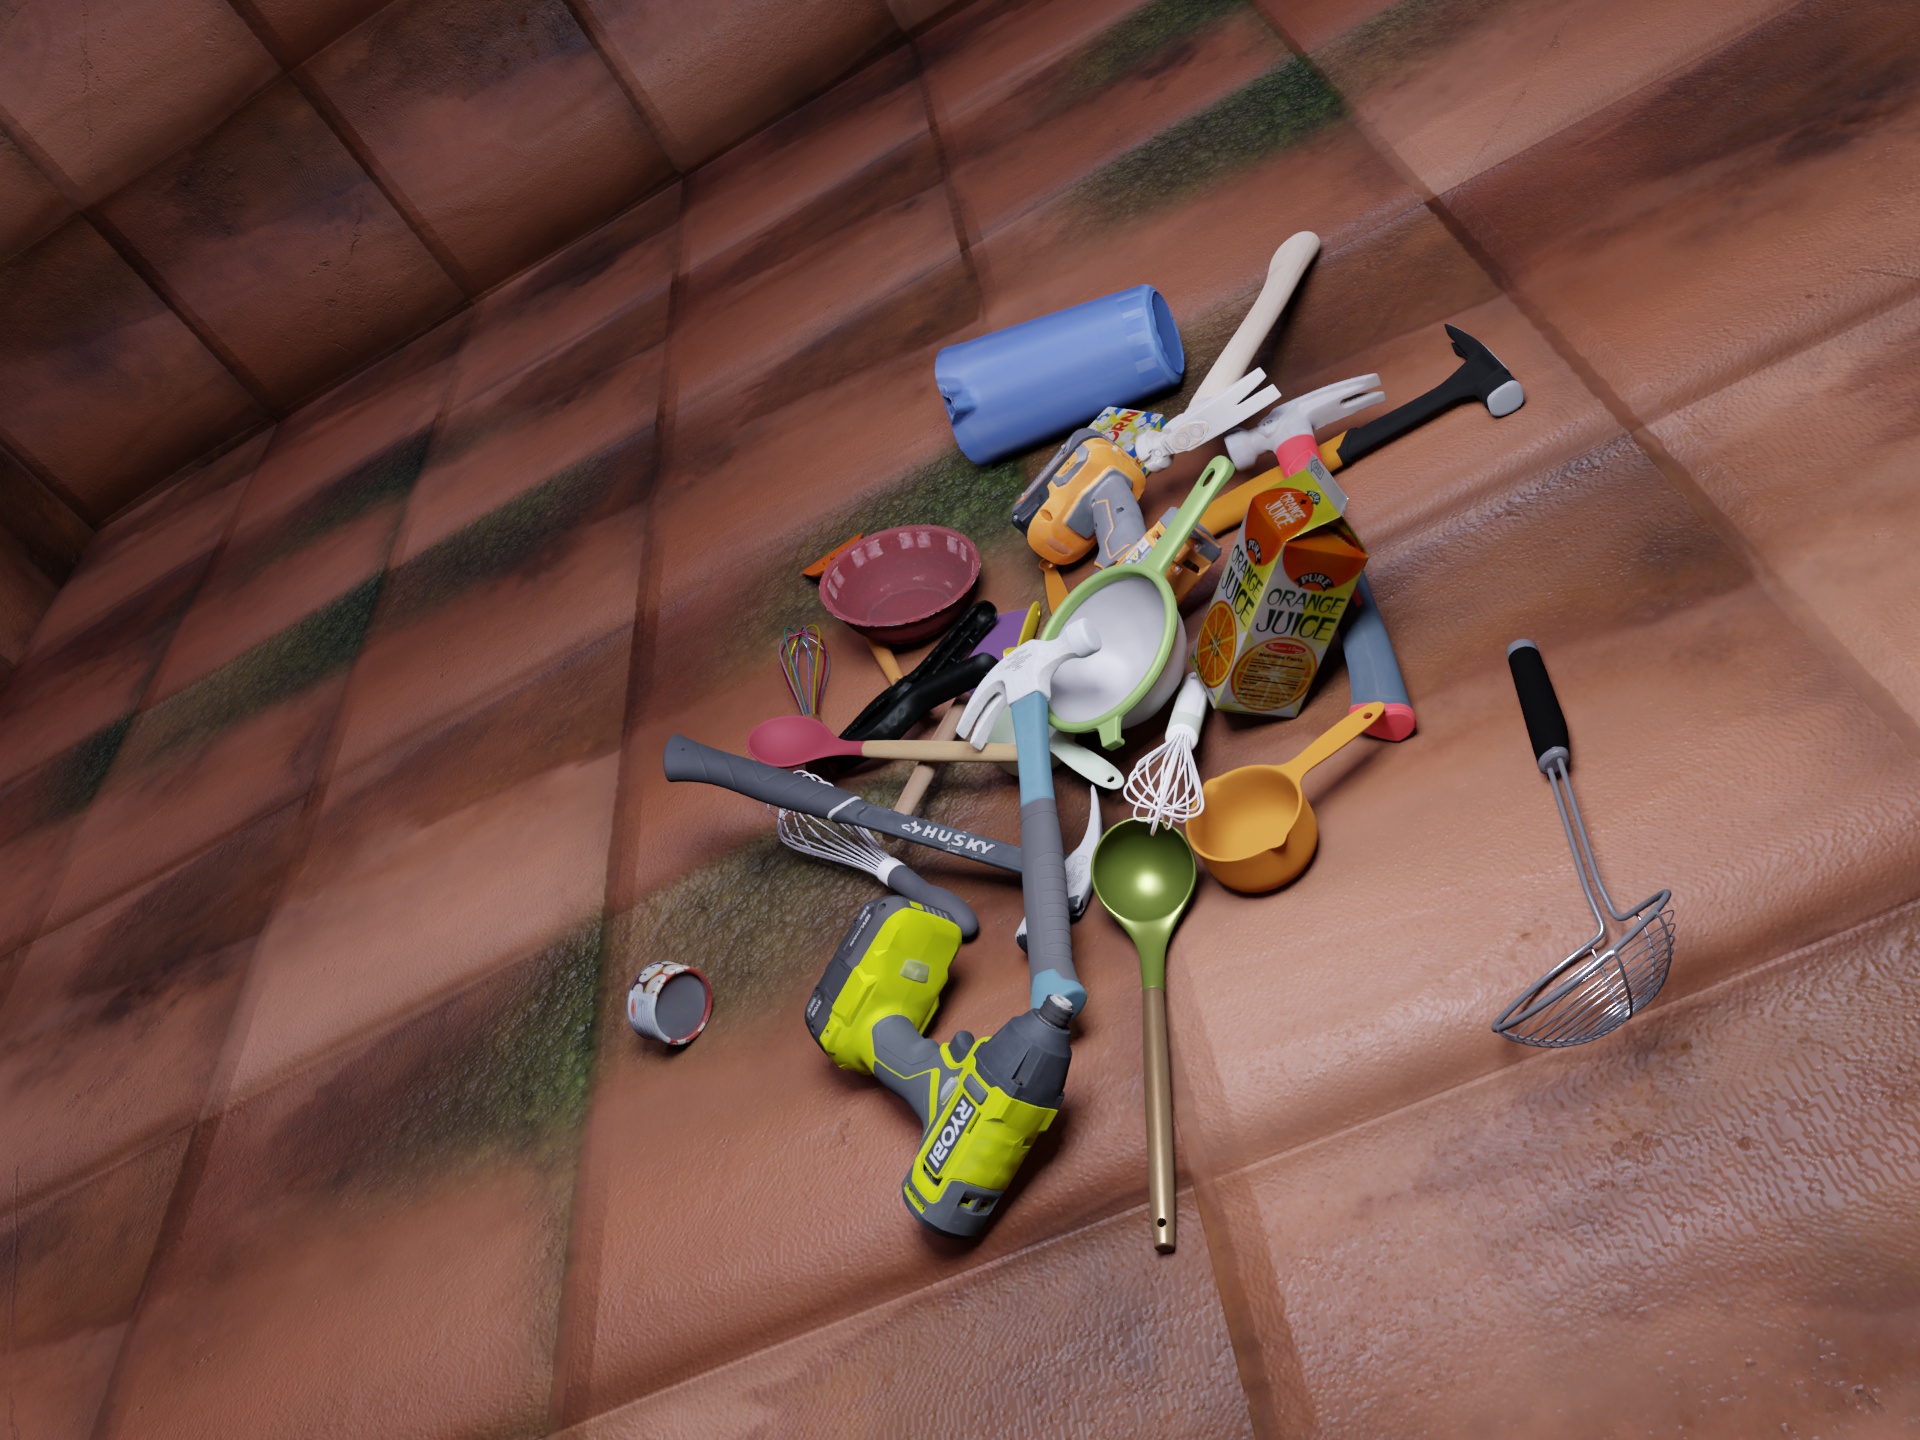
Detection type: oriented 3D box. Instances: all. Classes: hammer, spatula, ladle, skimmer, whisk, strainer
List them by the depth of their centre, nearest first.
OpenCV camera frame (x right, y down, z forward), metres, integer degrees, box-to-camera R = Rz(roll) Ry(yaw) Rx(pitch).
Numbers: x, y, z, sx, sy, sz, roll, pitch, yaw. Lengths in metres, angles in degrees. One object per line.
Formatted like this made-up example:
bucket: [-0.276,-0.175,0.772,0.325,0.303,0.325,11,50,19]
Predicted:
skimmer: [0.369,0.055,1.012,0.127,0.090,0.364,-51,21,37]
ladle: [0.128,0.200,1.075,0.078,0.062,0.320,-11,44,15]
hammer: [0.060,0.075,1.192,0.128,0.033,0.331,-27,46,28]
whisk: [0.166,0.016,1.204,0.058,0.059,0.246,15,27,8]
hammer: [0.317,-0.139,1.285,0.143,0.038,0.387,-22,44,16]
strainer: [0.161,-0.092,1.291,0.256,0.069,0.152,-57,36,1]
hammer: [-0.075,0.073,1.299,0.409,0.036,0.149,15,53,25]
whisk: [-0.075,0.114,1.337,0.070,0.070,0.285,-46,42,-14]
ladle: [-0.061,0.024,1.373,0.315,0.031,0.069,1,40,37]
spatula: [-0.002,-0.005,1.413,0.060,0.018,0.316,-10,35,34]
hammer: [0.324,-0.239,1.427,0.337,0.034,0.127,-29,37,10]
hammer: [0.293,-0.384,1.546,0.146,0.038,0.411,-27,22,43]
whisk: [-0.147,-0.016,1.552,0.047,0.051,0.245,-23,40,8]
spatula: [-0.101,-0.111,1.640,0.081,0.041,0.323,-33,40,3]

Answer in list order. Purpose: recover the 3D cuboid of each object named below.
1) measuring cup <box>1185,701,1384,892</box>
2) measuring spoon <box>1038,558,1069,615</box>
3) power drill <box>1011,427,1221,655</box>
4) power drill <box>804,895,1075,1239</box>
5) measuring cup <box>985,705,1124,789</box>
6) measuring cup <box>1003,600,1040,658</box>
measuring cup: [0.245,0.055,1.146,0.173,0.052,0.095,-38,36,-6]
measuring spoon: [0.092,-0.117,1.501,0.021,0.011,0.117,-19,41,7]
power drill: [0.121,-0.142,1.425,0.185,0.084,0.226,-49,36,17]
power drill: [-0.012,0.223,1.108,0.171,0.080,0.223,-61,36,8]
measuring cup: [0.086,0.030,1.317,0.083,0.038,0.168,-43,40,-11]
measuring cup: [0.068,-0.066,1.435,0.029,0.062,0.157,-6,33,18]
